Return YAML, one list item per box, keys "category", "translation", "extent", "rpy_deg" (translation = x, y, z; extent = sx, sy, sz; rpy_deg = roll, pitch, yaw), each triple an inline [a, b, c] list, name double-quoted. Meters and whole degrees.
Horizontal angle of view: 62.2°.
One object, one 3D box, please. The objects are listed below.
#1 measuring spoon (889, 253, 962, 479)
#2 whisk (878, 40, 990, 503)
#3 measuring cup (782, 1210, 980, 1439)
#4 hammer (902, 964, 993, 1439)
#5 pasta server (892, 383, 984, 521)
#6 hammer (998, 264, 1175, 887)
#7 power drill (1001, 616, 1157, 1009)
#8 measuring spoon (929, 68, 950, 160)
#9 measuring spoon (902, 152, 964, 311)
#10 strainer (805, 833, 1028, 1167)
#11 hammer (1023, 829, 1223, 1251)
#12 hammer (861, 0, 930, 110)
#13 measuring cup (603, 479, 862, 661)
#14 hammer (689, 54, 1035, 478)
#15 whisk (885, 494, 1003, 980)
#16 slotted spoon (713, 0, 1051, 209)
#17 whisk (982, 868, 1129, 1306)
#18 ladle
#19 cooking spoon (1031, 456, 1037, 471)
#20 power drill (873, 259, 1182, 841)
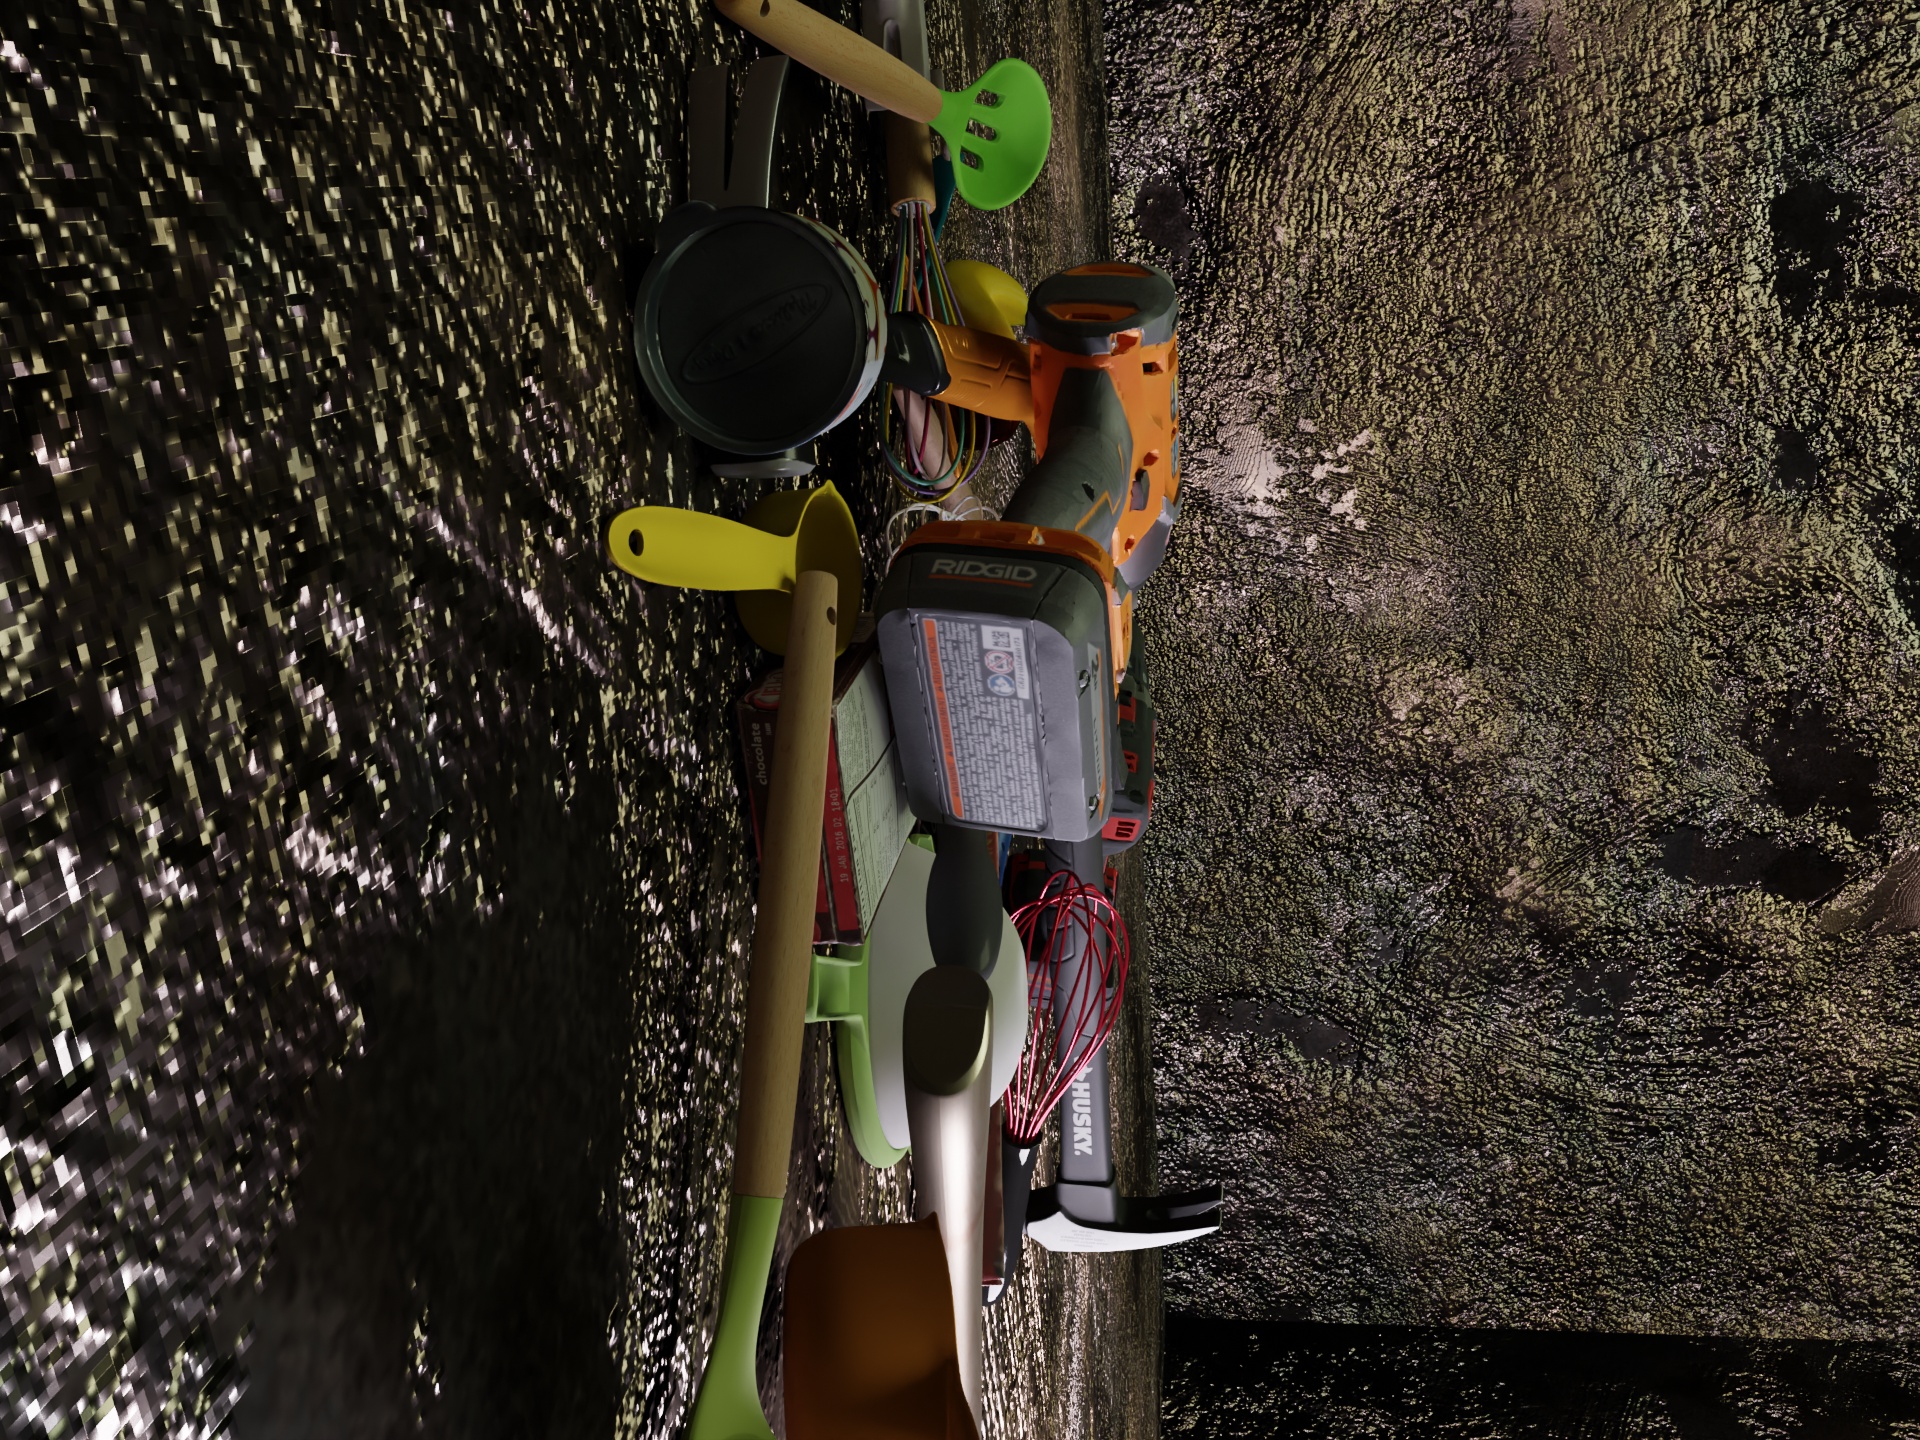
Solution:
- category: "measuring spoon"
  translation: [-0.017, -0.174, 0.786]
  extent: [0.021, 0.011, 0.117]
  rpy_deg: [-11, 87, -80]
- category: "whisk"
  translation: [-0.025, -0.222, 0.757]
  extent: [0.047, 0.051, 0.245]
  rpy_deg: [159, -72, -63]
- category: "measuring cup"
  translation: [-0.026, 0.210, 0.484]
  extent: [0.173, 0.052, 0.095]
  rpy_deg: [159, -69, -81]
- category: "hammer"
  translation: [-0.003, 0.276, 0.663]
  extent: [0.146, 0.038, 0.410]
  rpy_deg: [-75, 167, -64]
- category: "pasta server"
  translation: [0.001, -0.105, 0.919]
  extent: [0.316, 0.040, 0.060]
  rpy_deg: [59, 30, -63]
- category: "hammer"
  translation: [0.058, -0.073, 0.949]
  extent: [0.144, 0.035, 0.406]
  rpy_deg: [101, 6, -66]
- category: "power drill"
  translation: [0.078, 0.056, 1.013]
  extent: [0.188, 0.080, 0.226]
  rpy_deg: [-81, 180, -48]
- category: "measuring spoon"
  translation: [-0.015, -0.308, 0.817]
  extent: [0.124, 0.018, 0.034]
  rpy_deg: [-96, -175, -58]
- category: "measuring spoon"
  translation: [-0.023, -0.252, 0.833]
  extent: [0.042, 0.021, 0.129]
  rpy_deg: [117, -10, -57]
- category: "strainer"
  translation: [-0.013, 0.110, 0.650]
  extent: [0.256, 0.069, 0.151]
  rpy_deg: [51, 39, -77]
- category: "hammer"
  translation: [0.071, 0.158, 0.876]
  extent: [0.035, 0.146, 0.334]
  rpy_deg: [-66, 155, -62]
- category: "hammer"
  translation: [-0.058, -0.309, 0.560]
  extent: [0.359, 0.037, 0.149]
  rpy_deg: [-62, 149, -72]
- category: "measuring cup"
  translation: [-0.073, -0.049, 0.488]
  extent: [0.156, 0.029, 0.062]
  rpy_deg: [-2, 91, -69]
- category: "hammer"
  translation: [-0.009, -0.151, 0.634]
  extent: [0.337, 0.034, 0.127]
  rpy_deg: [-12, 101, -68]
- category: "whisk"
  translation: [0.000, -0.002, 0.691]
  extent: [0.070, 0.070, 0.285]
  rpy_deg: [79, 6, -45]
- category: "slotted spoon"
  translation: [-0.023, -0.263, 0.658]
  extent: [0.314, 0.031, 0.070]
  rpy_deg: [-27, 138, -68]
- category: "whisk"
  translation: [0.036, 0.205, 0.849]
  extent: [0.073, 0.073, 0.295]
  rpy_deg: [-73, 174, -62]
- category: "ladle"
  translation: [-0.044, 0.108, 0.451]
  extent: [0.078, 0.062, 0.320]
  rpy_deg: [35, 56, -62]
- category: "cooking spoon"
  translation: [0.048, -0.140, 0.957]
  extent: [0.068, 0.017, 0.319]
  rpy_deg: [66, 37, -57]
- category: "power drill"
  translation: [0.042, -0.059, 0.636]
  extent: [0.227, 0.084, 0.164]
  rpy_deg: [-67, 157, -44]
